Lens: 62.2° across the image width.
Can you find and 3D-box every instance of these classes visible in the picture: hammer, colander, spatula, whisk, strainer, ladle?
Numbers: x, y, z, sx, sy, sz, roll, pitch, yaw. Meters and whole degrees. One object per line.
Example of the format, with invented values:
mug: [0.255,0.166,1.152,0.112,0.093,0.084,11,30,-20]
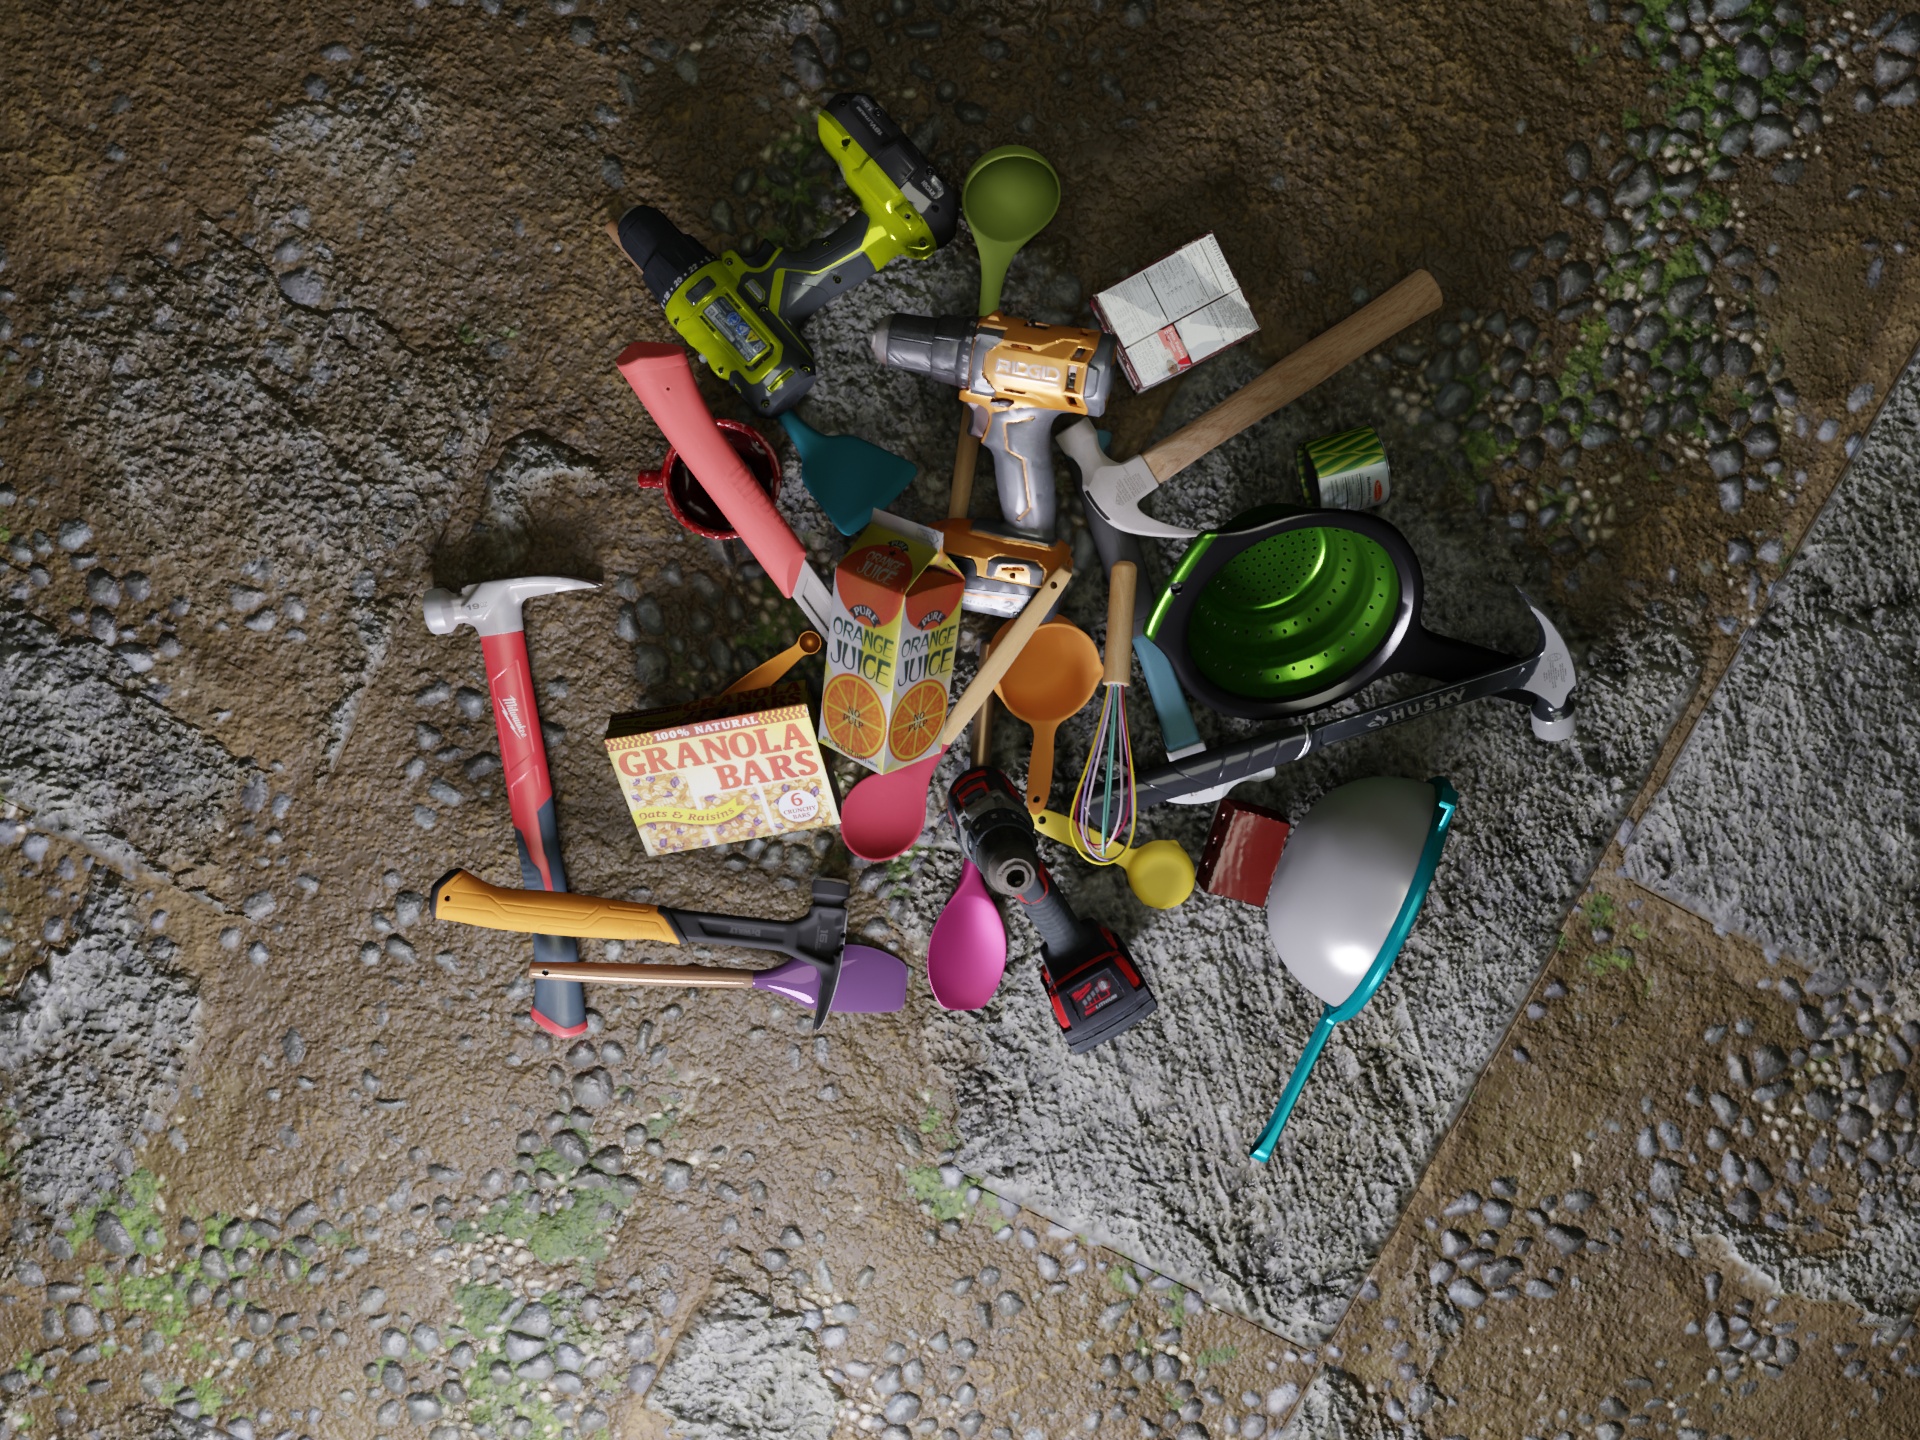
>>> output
hammer: [0.246,-0.260,1.282,0.331,0.031,0.130,-33,97,-4]
colander: [0.329,-0.088,1.299,0.397,0.095,0.204,13,127,-21]
spatula: [-0.171,-0.285,1.278,0.082,0.044,0.317,-44,95,-10]
hammer: [-0.341,0.073,1.325,0.143,0.038,0.386,-8,98,-2]
hammer: [0.151,-0.086,1.319,0.128,0.033,0.331,-19,98,0]
whisk: [0.119,-0.008,1.268,0.047,0.051,0.245,2,81,21]
hammer: [0.293,0.009,1.284,0.409,0.036,0.149,-17,128,5]
strainer: [0.278,0.183,1.272,0.095,0.211,0.340,25,93,6]
hammer: [-0.263,0.173,1.306,0.336,0.034,0.127,9,80,-10]
ladle: [-0.002,-0.004,1.276,0.069,0.031,0.315,38,119,3]
hammer: [-0.154,-0.135,1.224,0.149,0.037,0.358,-33,125,3]
spatula: [-0.201,0.214,1.340,0.316,0.018,0.060,4,96,-11]
ladle: [0.020,-0.295,1.277,0.078,0.062,0.320,6,100,-14]

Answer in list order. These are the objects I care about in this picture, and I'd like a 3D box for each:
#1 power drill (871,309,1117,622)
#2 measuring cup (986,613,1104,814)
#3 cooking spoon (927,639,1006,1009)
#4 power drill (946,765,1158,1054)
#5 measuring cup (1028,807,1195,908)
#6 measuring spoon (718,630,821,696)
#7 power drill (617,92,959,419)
power drill: [0.015,-0.203,1.230,0.185,0.084,0.226,11,117,7]
measuring cup: [0.062,-0.008,1.320,0.095,0.052,0.173,-4,116,-17]
cooking spoon: [0.013,0.091,1.346,0.068,0.017,0.319,3,98,-11]
power drill: [0.068,0.153,1.265,0.080,0.188,0.226,-31,108,2]
measuring cup: [0.127,0.112,1.346,0.156,0.029,0.062,24,96,-6]
measuring spoon: [-0.164,-0.037,1.330,0.117,0.011,0.021,-36,97,7]
power drill: [-0.134,-0.375,1.238,0.228,0.080,0.190,-41,91,-1]
